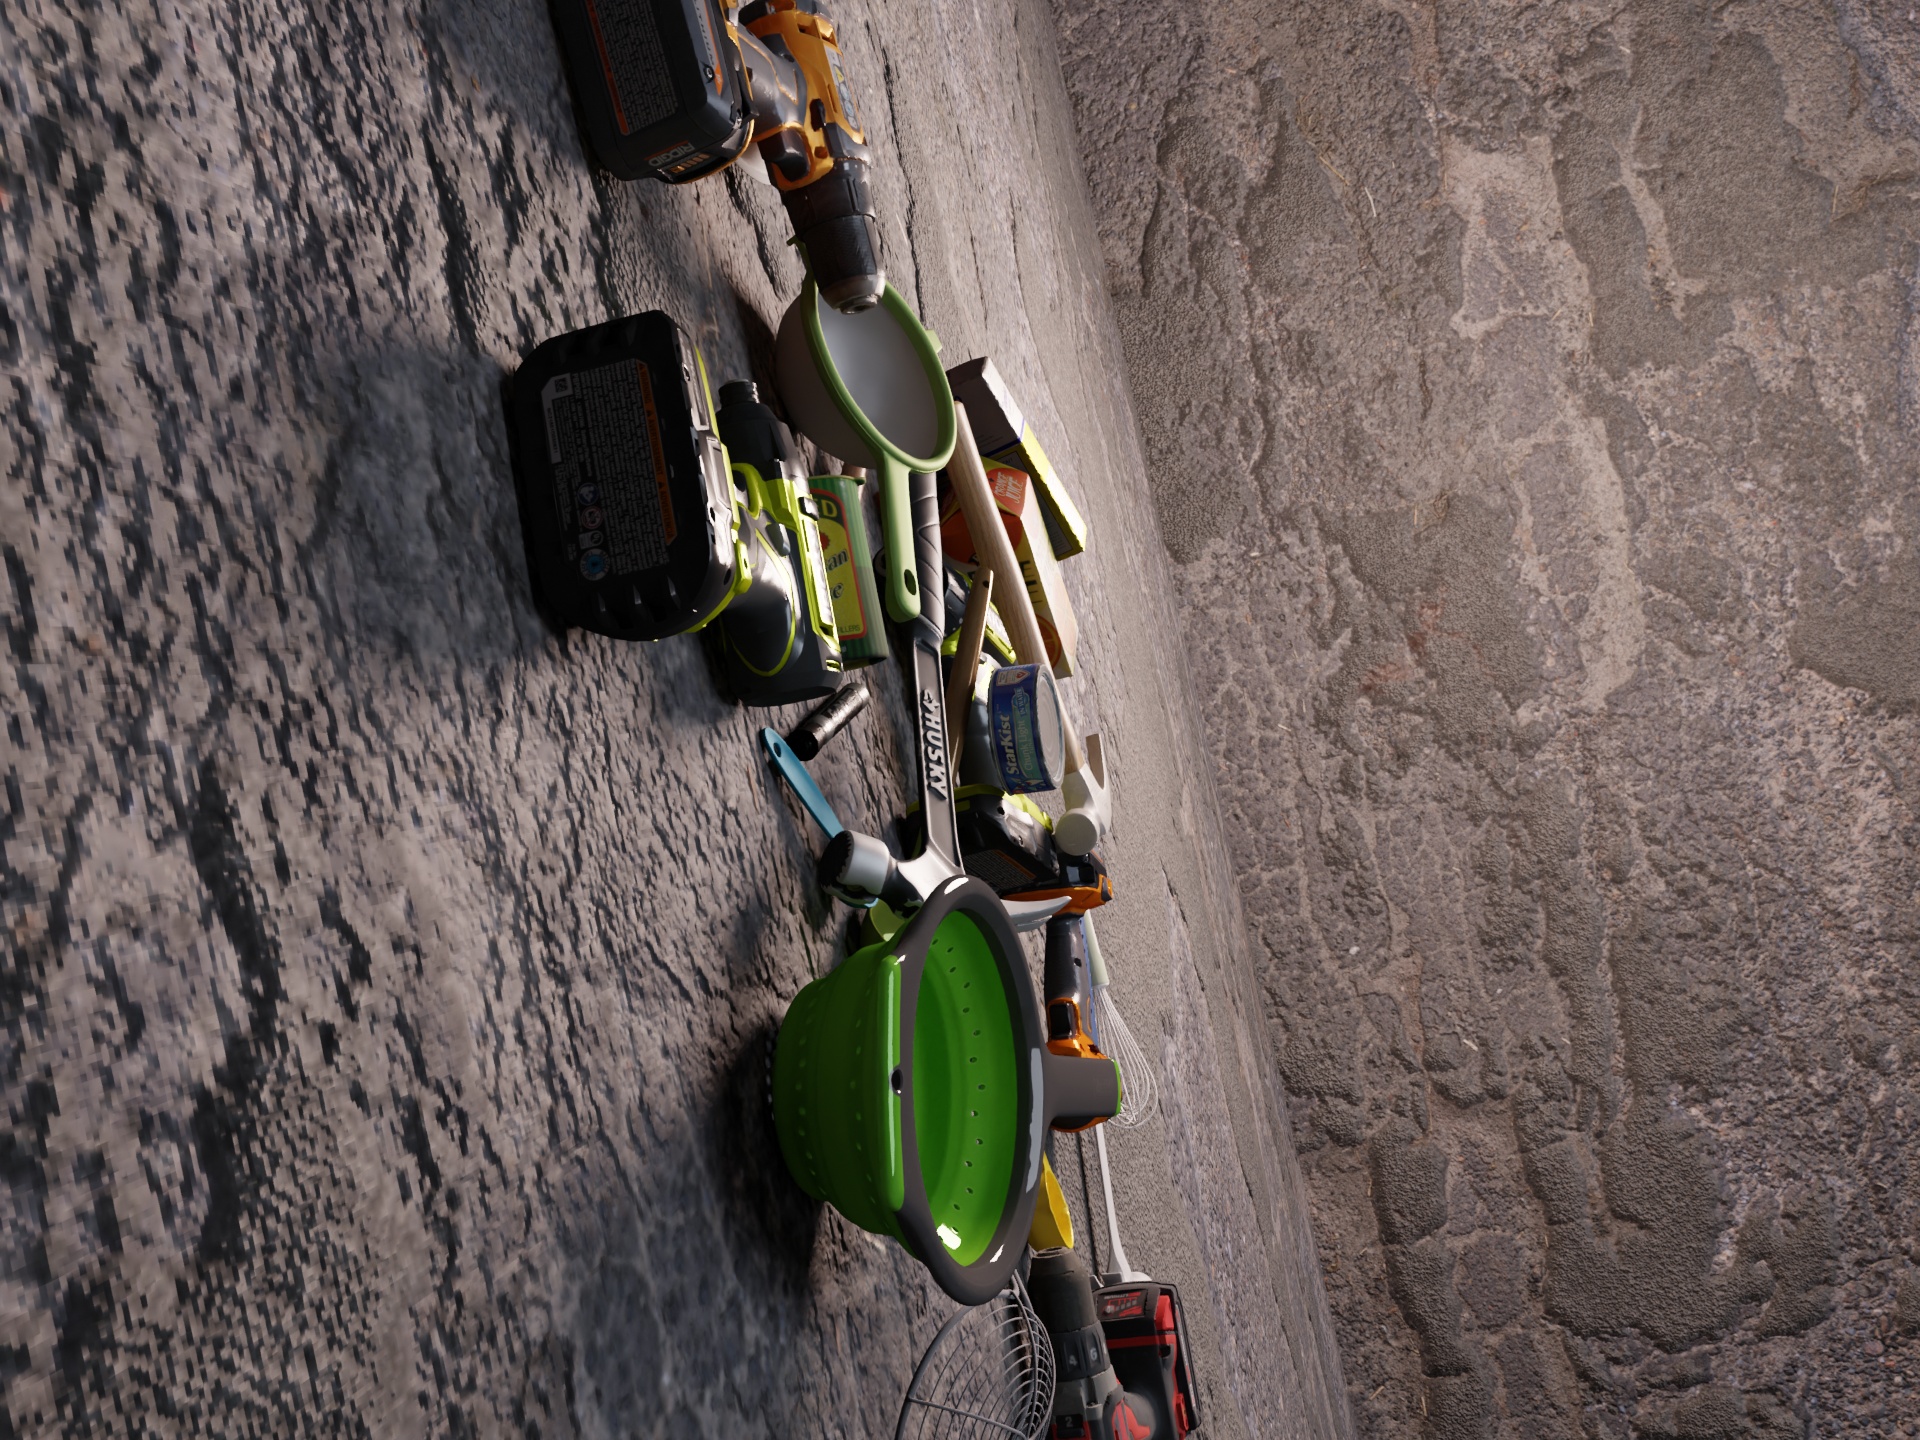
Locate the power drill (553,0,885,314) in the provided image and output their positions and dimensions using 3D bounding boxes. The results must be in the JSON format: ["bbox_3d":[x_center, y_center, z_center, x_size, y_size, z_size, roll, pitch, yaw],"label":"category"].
[{"bbox_3d":[-0.115,-0.324,0.876,0.226,0.084,0.185,-19,95,-67],"label":"power drill"}]

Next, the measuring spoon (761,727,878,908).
[{"bbox_3d":[-0.084,0.056,0.887,0.128,0.021,0.042,59,22,-28],"label":"measuring spoon"}]

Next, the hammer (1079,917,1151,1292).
[{"bbox_3d":[0.112,0.302,1.384,0.144,0.035,0.406,46,34,-64],"label":"hammer"}]

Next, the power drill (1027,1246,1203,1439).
[{"bbox_3d":[0.104,0.463,1.146,0.226,0.080,0.188,21,58,-70],"label":"power drill"}]

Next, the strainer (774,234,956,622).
[{"bbox_3d":[-0.066,-0.169,1.000,0.151,0.069,0.257,26,51,-50],"label":"strainer"}]

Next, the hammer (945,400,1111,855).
[{"bbox_3d":[0.044,-0.071,1.158,0.130,0.031,0.331,-40,111,-74],"label":"hammer"}]

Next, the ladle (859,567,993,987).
[{"bbox_3d":[-0.004,0.029,0.998,0.078,0.062,0.320,26,56,-23],"label":"ladle"}]

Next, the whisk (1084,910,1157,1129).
[{"bbox_3d":[0.128,0.253,1.468,0.057,0.059,0.246,112,-35,-75],"label":"whisk"}]

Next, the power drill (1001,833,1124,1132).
[{"bbox_3d":[0.078,0.205,1.239,0.164,0.084,0.227,37,46,-73],"label":"power drill"}]

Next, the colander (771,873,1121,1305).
[{"bbox_3d":[-0.002,0.200,0.866,0.396,0.094,0.205,32,54,-65],"label":"colander"}]

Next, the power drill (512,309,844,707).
[{"bbox_3d":[-0.121,-0.101,0.753,0.223,0.080,0.171,21,58,-77],"label":"power drill"}]

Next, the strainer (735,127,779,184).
[{"bbox_3d":[-0.128,-0.409,1.054,0.086,0.050,0.259,56,18,-20],"label":"strainer"}]

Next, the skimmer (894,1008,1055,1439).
[{"bbox_3d":[-0.013,0.277,0.939,0.364,0.090,0.127,-102,166,-45],"label":"skimmer"}]

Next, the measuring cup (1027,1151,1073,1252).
[{"bbox_3d":[0.043,0.309,1.155,0.062,0.029,0.157,49,20,-67],"label":"measuring cup"}]

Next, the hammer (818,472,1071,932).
[{"bbox_3d":[-0.018,-0.041,0.987,0.149,0.036,0.409,22,42,-27],"label":"hammer"}]

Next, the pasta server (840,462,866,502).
[{"bbox_3d":[-0.079,-0.163,1.065,0.060,0.040,0.316,64,24,-43],"label":"pasta server"}]

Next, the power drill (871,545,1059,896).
[{"bbox_3d":[-0.002,-0.004,1.124,0.190,0.080,0.229,41,36,-59],"label":"power drill"}]
